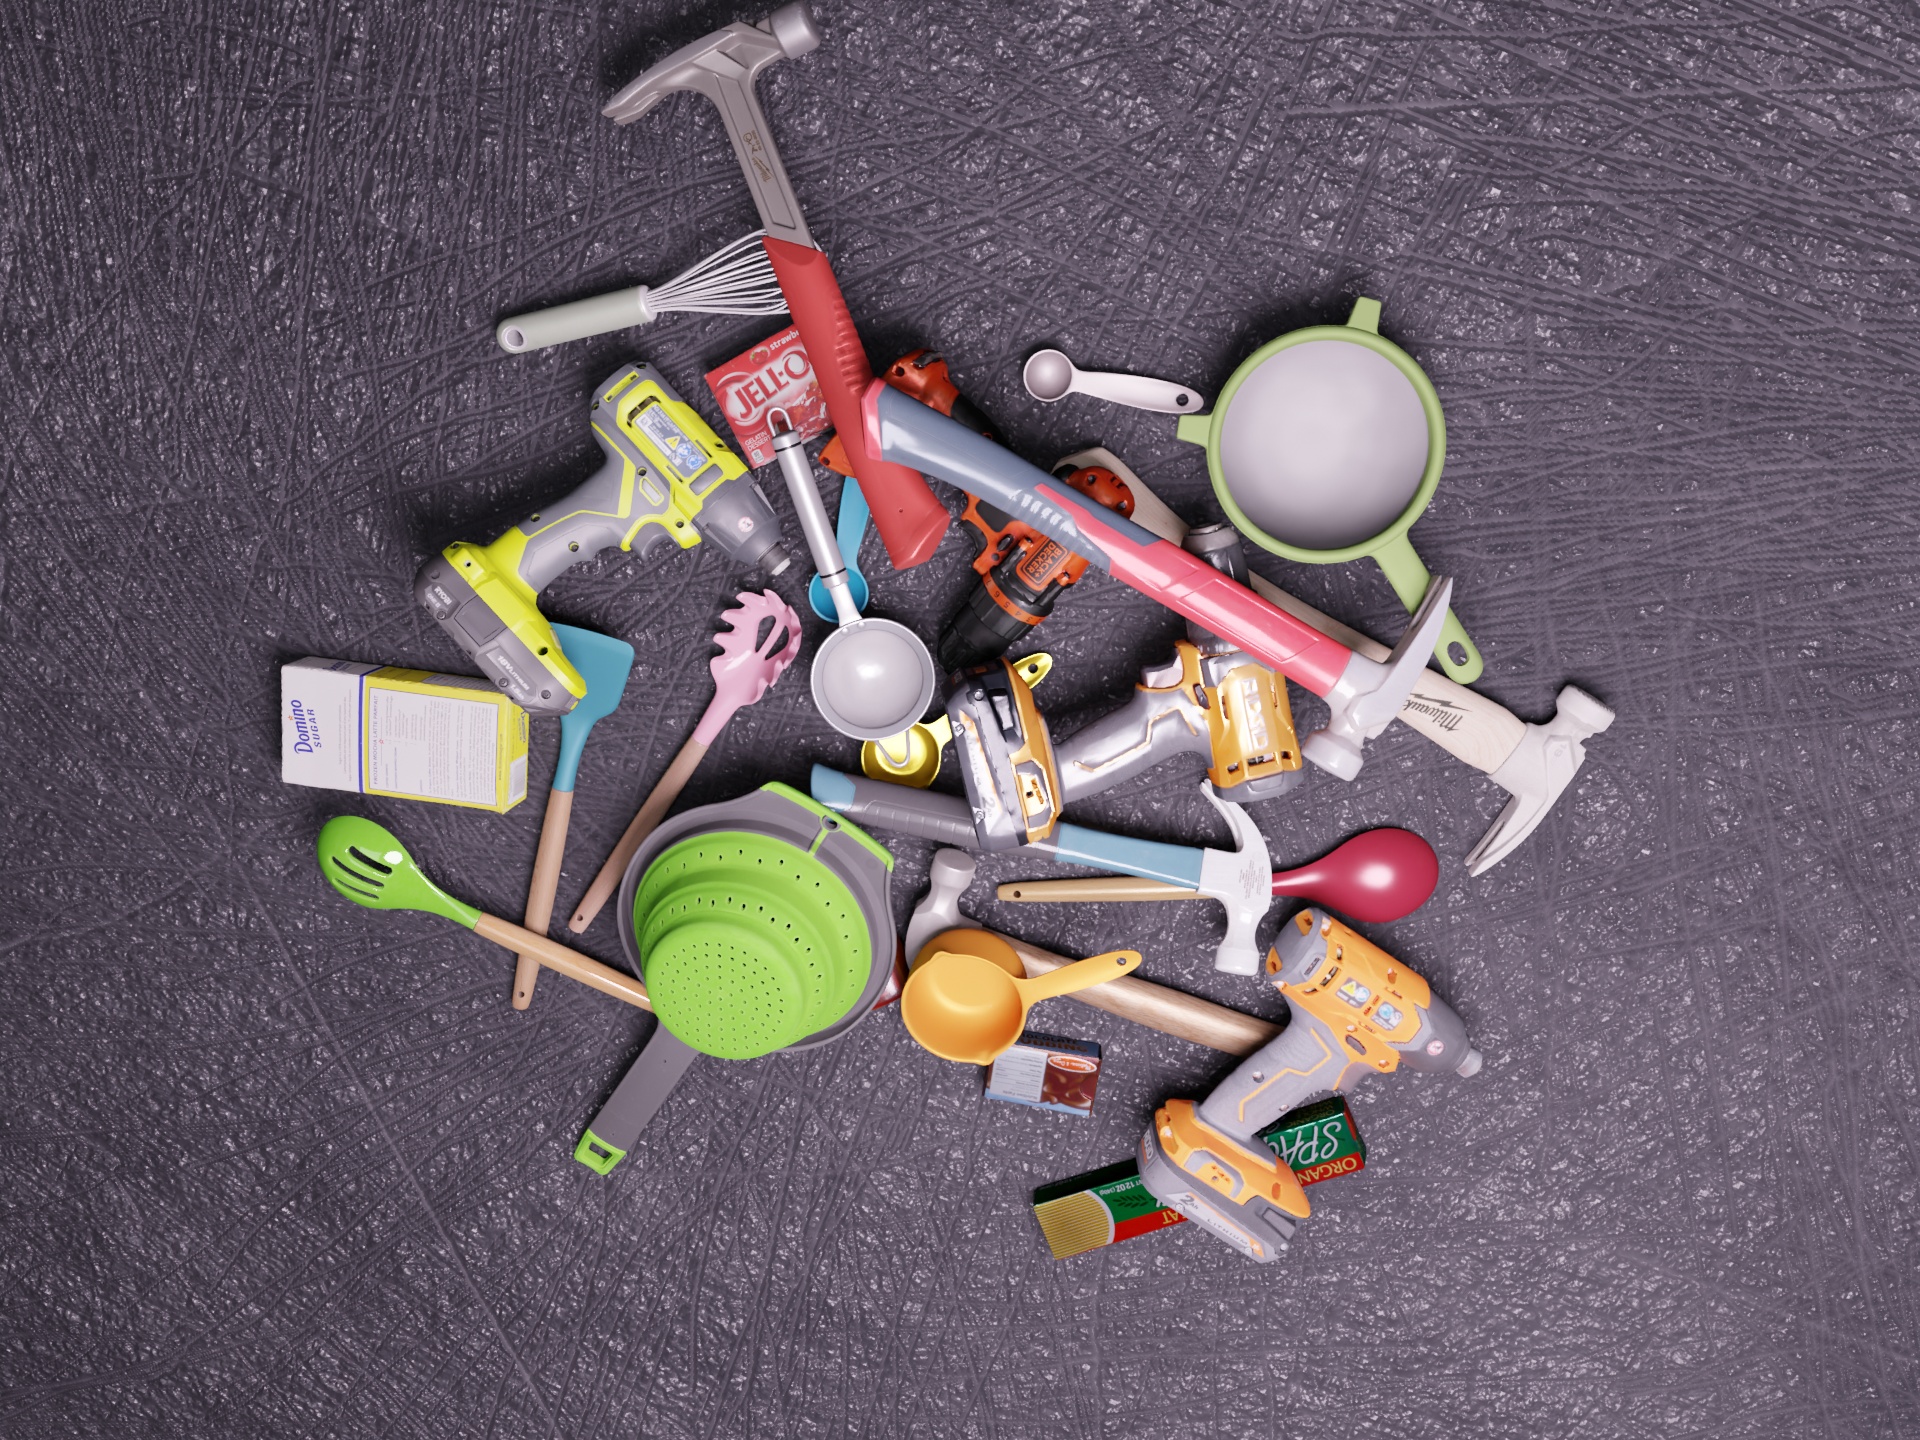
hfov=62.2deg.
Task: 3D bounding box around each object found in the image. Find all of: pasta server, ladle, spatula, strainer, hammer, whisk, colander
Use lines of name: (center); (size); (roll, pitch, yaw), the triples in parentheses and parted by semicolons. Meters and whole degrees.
pasta server: (-0.208, 0.036, 1.165); (0.060, 0.040, 0.316); (39, 106, 10)
ladle: (0.183, 0.117, 1.143); (0.315, 0.031, 0.069); (-3, 101, 9)
spatula: (-0.306, 0.077, 1.183); (0.082, 0.044, 0.317); (14, 106, -1)
strainer: (-0.082, -0.091, 1.091); (0.087, 0.050, 0.258); (-19, 106, -1)
hammer: (0.115, -0.116, 0.984); (0.386, 0.038, 0.143); (29, 94, -7)
whisk: (-0.206, -0.288, 1.085); (0.246, 0.059, 0.057); (-10, 120, 14)
hammer: (0.054, 0.083, 1.112); (0.331, 0.033, 0.128); (12, 78, 1)
hammer: (-0.101, -0.264, 1.014); (0.149, 0.036, 0.359); (-22, 88, 16)
strainer: (0.264, -0.136, 1.047); (0.151, 0.069, 0.256); (-33, 96, 7)
hammer: (0.231, -0.053, 1.091); (0.410, 0.038, 0.146); (31, 106, -1)
hammer: (0.118, 0.203, 1.161); (0.331, 0.031, 0.130); (19, 114, 0)
colander: (-0.196, 0.224, 1.142); (0.204, 0.094, 0.397); (33, 117, -6)

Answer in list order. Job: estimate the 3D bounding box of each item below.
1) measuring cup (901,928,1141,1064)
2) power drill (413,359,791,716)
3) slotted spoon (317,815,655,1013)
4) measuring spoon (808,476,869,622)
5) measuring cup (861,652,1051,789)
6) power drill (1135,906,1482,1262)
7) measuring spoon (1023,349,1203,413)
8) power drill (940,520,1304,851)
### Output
measuring cup: (0.044, 0.178, 1.116); (0.173, 0.052, 0.095); (-18, 109, 12)
power drill: (-0.241, -0.112, 1.086); (0.223, 0.080, 0.171); (-43, 92, -6)
slotted spoon: (-0.337, 0.160, 1.190); (0.313, 0.031, 0.070); (27, 114, -10)
measuring spoon: (-0.078, -0.133, 1.123); (0.042, 0.021, 0.128); (11, 95, -6)
measuring cup: (-0.002, -0.004, 1.140); (0.156, 0.029, 0.062); (-34, 102, 3)
power drill: (0.245, 0.261, 1.110); (0.164, 0.084, 0.226); (33, 101, -6)
measuring spoon: (0.104, -0.226, 1.079); (0.124, 0.018, 0.034); (10, 104, -2)
power drill: (0.103, -0.020, 1.049); (0.226, 0.084, 0.185); (-14, 103, -2)
